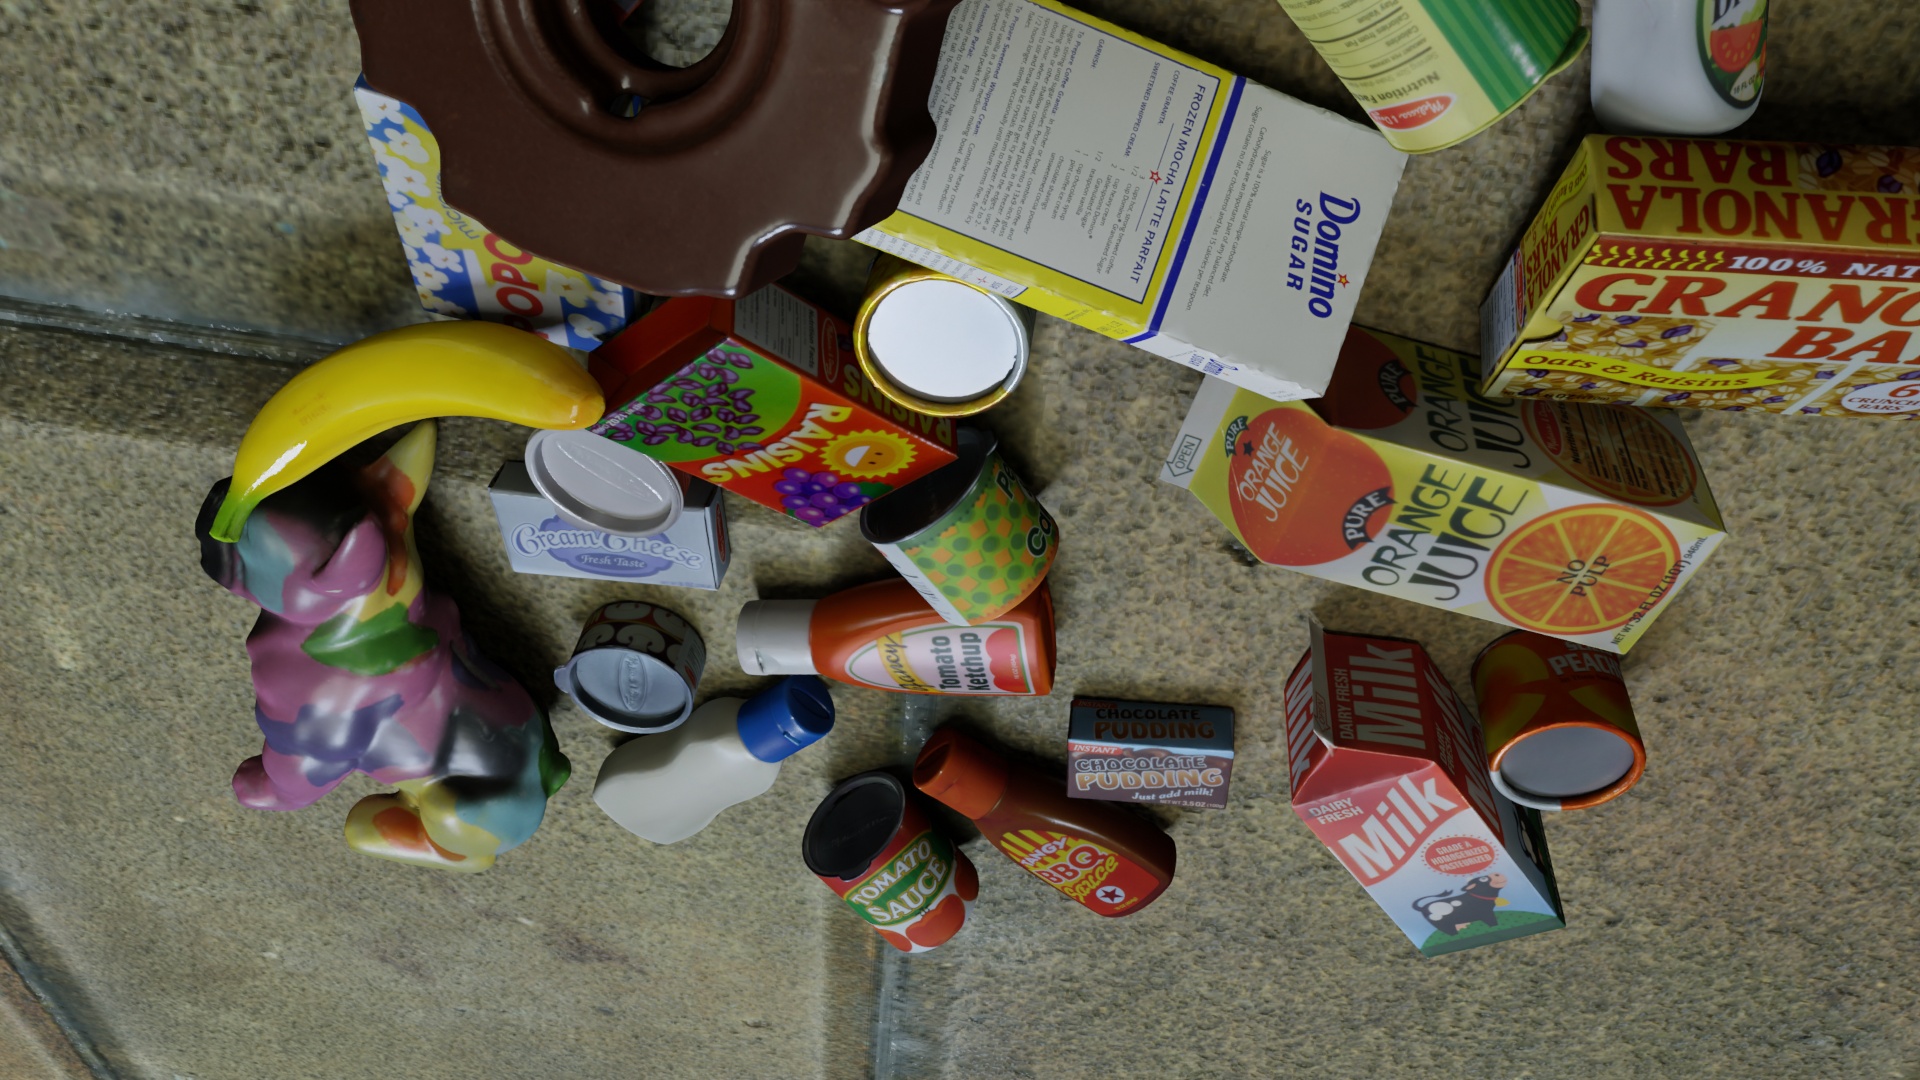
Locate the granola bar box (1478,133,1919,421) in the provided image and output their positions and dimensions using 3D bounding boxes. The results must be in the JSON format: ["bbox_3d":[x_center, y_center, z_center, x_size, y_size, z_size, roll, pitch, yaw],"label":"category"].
[{"bbox_3d":[0.272,-0.082,0.459,0.165,0.039,0.124,4,164,6],"label":"granola bar box"}]

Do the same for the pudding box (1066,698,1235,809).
[{"bbox_3d":[0.096,0.108,0.708,0.084,0.030,0.049,4,132,6],"label":"pudding box"}]

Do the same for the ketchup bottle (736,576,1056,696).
[{"bbox_3d":[-0.031,0.045,0.662,0.149,0.044,0.064,-1,132,11],"label":"ketchup bottle"}]

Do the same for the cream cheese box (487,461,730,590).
[{"bbox_3d":[-0.162,-0.006,0.649,0.104,0.024,0.053,5,133,5],"label":"cream cheese box"}]

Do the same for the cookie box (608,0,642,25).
[{"bbox_3d":[-0.108,-0.242,0.410,0.167,0.040,0.123,-32,121,32],"label":"cookie box"}]

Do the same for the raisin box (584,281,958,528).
[{"bbox_3d":[-0.072,-0.053,0.550,0.086,0.040,0.123,-26,146,34],"label":"raisin box"}]

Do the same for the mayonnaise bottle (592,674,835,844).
[{"bbox_3d":[-0.130,0.116,0.747,0.147,0.041,0.064,-31,123,31],"label":"mayonnaise bottle"}]

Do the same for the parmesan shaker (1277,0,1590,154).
[{"bbox_3d":[0.130,-0.176,0.412,0.071,0.072,0.103,-32,120,32],"label":"parmesan shaker"}]

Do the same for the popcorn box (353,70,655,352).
[{"bbox_3d":[-0.159,-0.123,0.506,0.085,0.038,0.126,15,152,-2],"label":"popcorn box"}]

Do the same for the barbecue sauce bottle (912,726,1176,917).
[{"bbox_3d":[0.043,0.150,0.747,0.148,0.044,0.064,34,130,-20],"label":"barbecue sauce bottle"}]

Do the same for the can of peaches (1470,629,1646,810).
[{"bbox_3d":[0.273,0.080,0.634,0.071,0.058,0.070,5,133,5],"label":"can of peaches"}]

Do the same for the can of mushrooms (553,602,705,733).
[{"bbox_3d":[-0.168,0.065,0.710,0.071,0.034,0.070,5,134,5],"label":"can of mushrooms"}]

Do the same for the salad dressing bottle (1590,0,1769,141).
[{"bbox_3d":[0.208,-0.192,0.395,0.044,0.064,0.147,21,138,43],"label":"salad dressing bottle"}]

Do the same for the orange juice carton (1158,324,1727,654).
[{"bbox_3d":[0.180,-0.026,0.541,0.193,0.073,0.071,14,133,-3],"label":"orange juice carton"}]

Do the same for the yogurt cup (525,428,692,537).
[{"bbox_3d":[-0.141,-0.043,0.586,0.072,0.054,0.072,11,140,9],"label":"yogurt cup"}]

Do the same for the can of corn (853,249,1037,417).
[{"bbox_3d":[-0.006,-0.088,0.523,0.071,0.058,0.070,5,133,5],"label":"can of corn"}]

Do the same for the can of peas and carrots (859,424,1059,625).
[{"bbox_3d":[0.002,-0.007,0.593,0.071,0.071,0.058,-23,125,28],"label":"can of peas and carrots"}]

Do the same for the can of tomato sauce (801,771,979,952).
[{"bbox_3d":[-0.037,0.180,0.770,0.071,0.071,0.083,-19,127,25],"label":"can of tomato sauce"}]

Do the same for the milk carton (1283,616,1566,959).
[{"bbox_3d":[0.214,0.118,0.669,0.073,0.073,0.190,-25,124,29],"label":"milk carton"}]
